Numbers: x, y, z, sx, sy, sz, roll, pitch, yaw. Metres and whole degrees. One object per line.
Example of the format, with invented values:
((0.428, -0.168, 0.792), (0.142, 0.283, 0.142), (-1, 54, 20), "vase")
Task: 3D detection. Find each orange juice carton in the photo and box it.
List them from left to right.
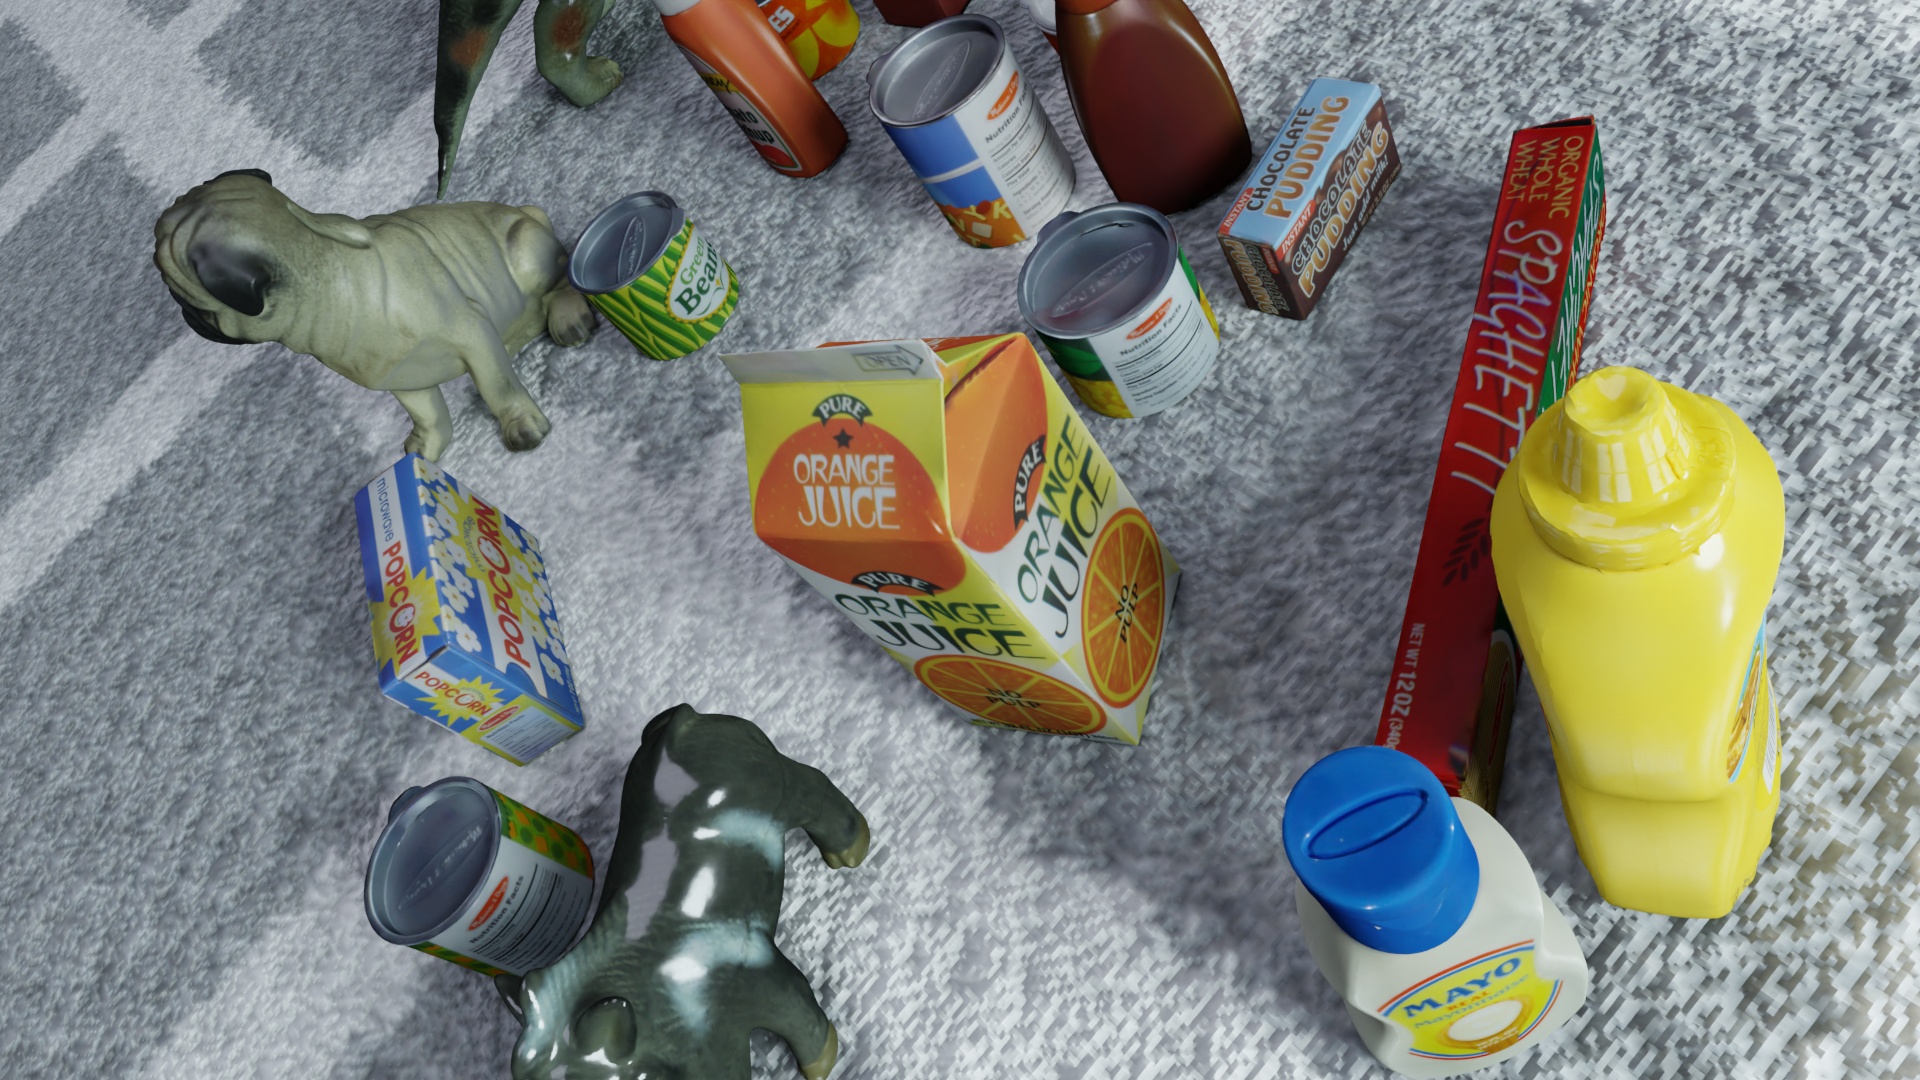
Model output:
((0.002, -0.006, 0.447), (0.072, 0.192, 0.073), (3, 62, 31), "orange juice carton")

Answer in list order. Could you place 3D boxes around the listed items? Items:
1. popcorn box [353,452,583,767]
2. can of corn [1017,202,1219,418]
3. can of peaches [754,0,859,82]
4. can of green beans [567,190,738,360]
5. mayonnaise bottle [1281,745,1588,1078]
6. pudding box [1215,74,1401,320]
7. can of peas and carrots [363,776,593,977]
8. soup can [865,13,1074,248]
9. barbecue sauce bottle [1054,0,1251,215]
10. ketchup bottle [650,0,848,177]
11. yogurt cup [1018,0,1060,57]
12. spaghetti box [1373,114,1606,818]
((-0.220, 0.030, 0.620), (0.038, 0.085, 0.127), (-34, 50, 6), "popcorn box")
((0.063, -0.093, 0.557), (0.071, 0.058, 0.071), (-15, 54, 21), "can of corn")
((-0.099, -0.297, 0.783), (0.071, 0.058, 0.071), (-15, 54, 21), "can of peaches")
((-0.156, -0.134, 0.709), (0.071, 0.057, 0.071), (-15, 54, 21), "can of green beans")
((0.116, 0.095, 0.346), (0.064, 0.147, 0.041), (-29, 50, 11), "mayonnaise bottle")
((0.138, -0.136, 0.549), (0.030, 0.049, 0.084), (24, 74, 38), "pudding box")
((-0.192, 0.134, 0.553), (0.071, 0.058, 0.071), (-15, 54, 21), "can of peas and carrots")
((0.005, -0.185, 0.634), (0.071, 0.083, 0.072), (-15, 54, 21), "soup can")
((0.069, -0.198, 0.564), (0.065, 0.148, 0.044), (-24, 51, 14), "barbecue sauce bottle")
((-0.116, -0.251, 0.702), (0.043, 0.148, 0.065), (-49, 50, -6), "ketchup bottle")
((0.073, -0.245, 0.655), (0.072, 0.053, 0.073), (-14, 54, 21), "yogurt cup")
((0.179, -0.029, 0.456), (0.028, 0.050, 0.251), (5, 63, 32), "spaghetti box")
